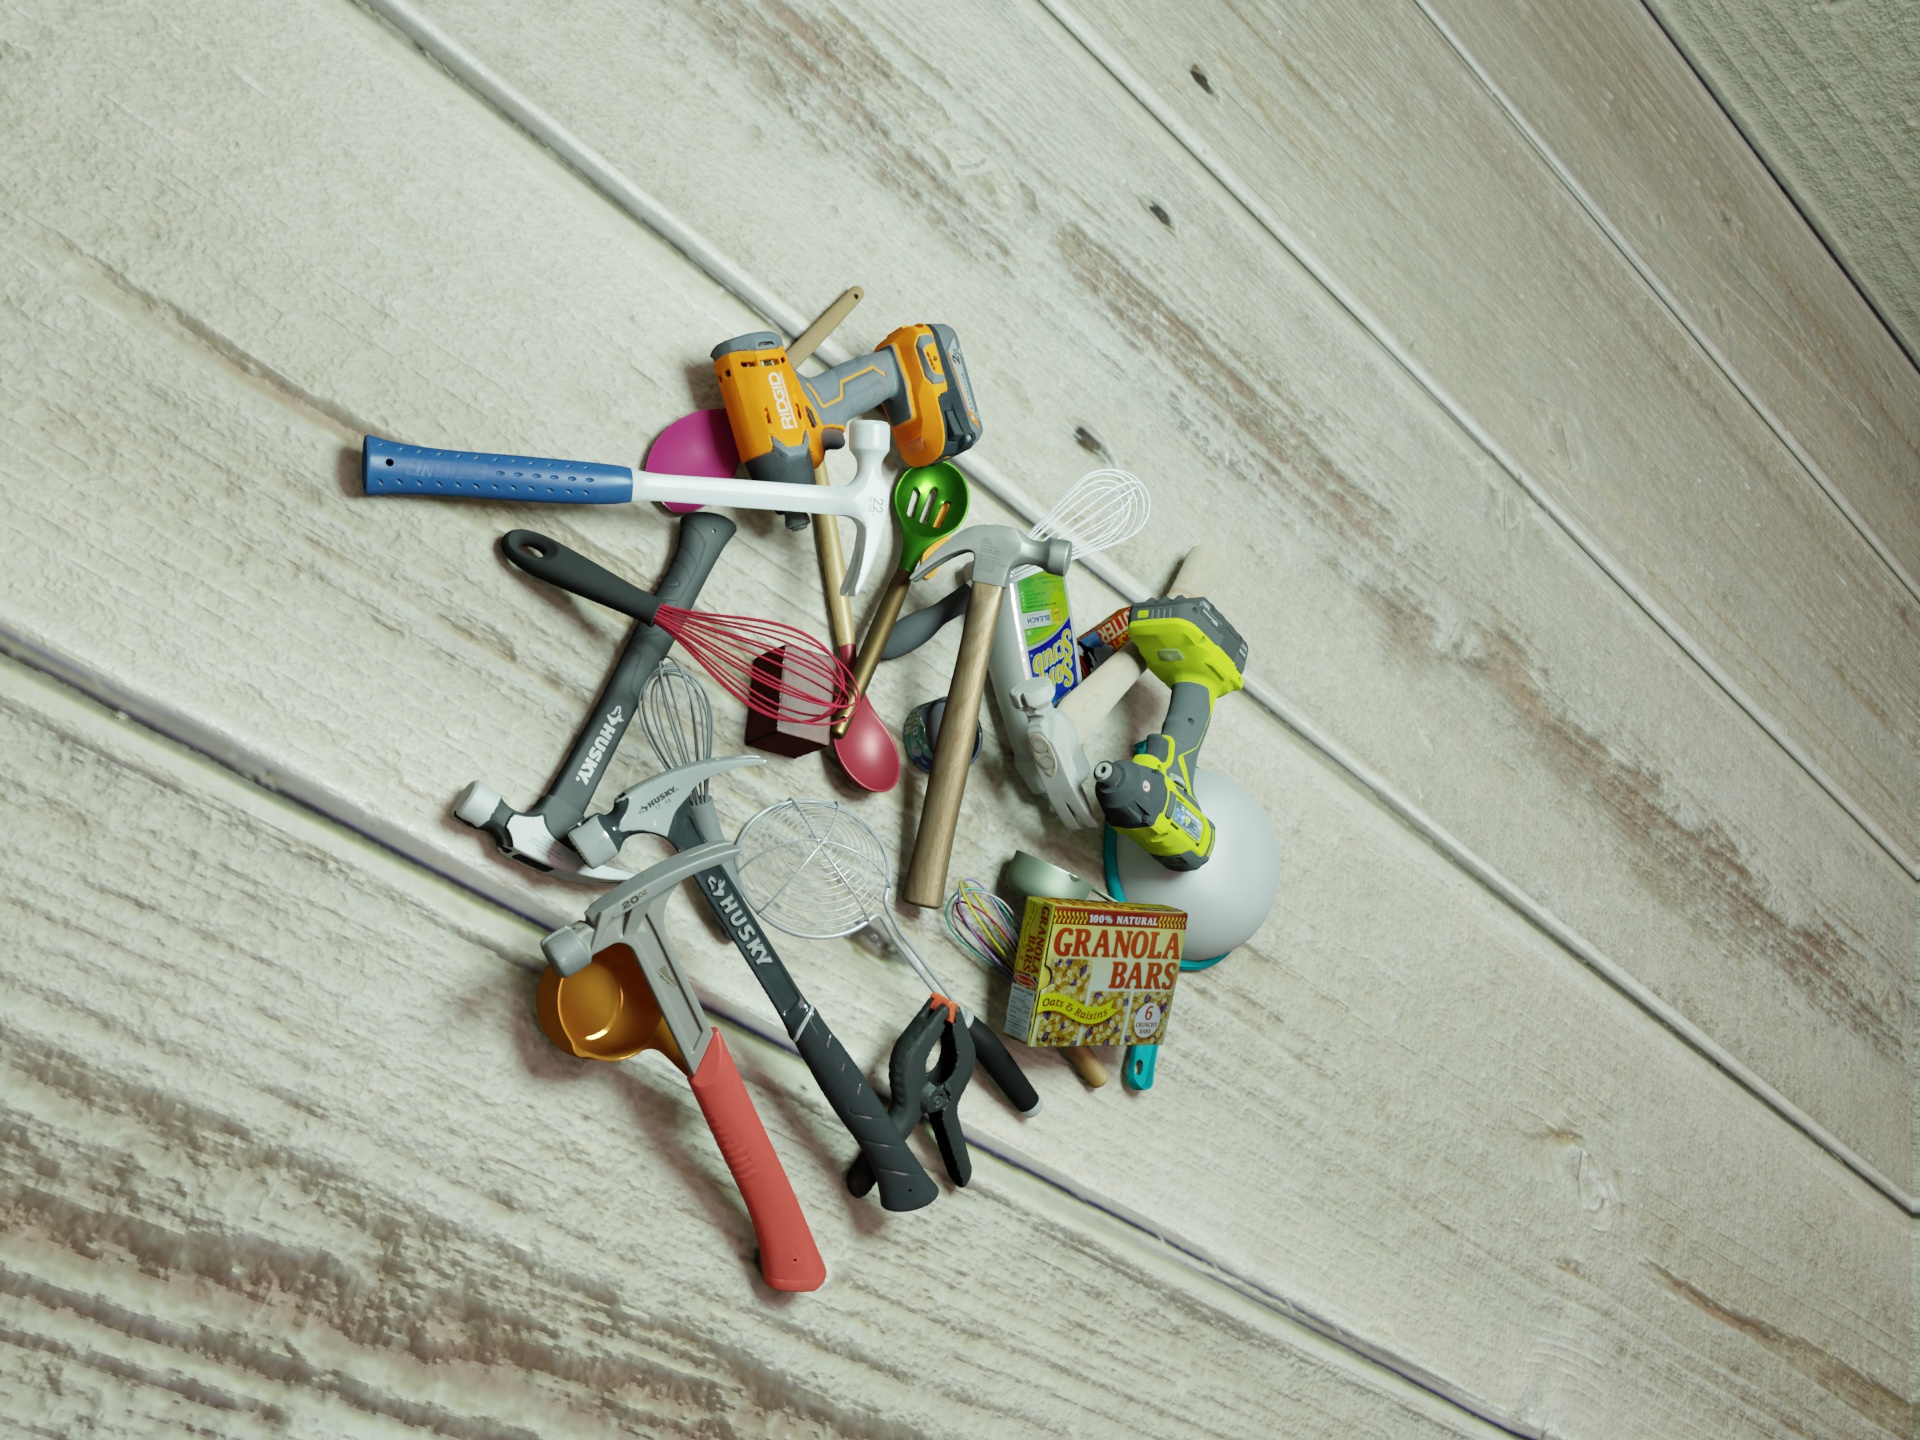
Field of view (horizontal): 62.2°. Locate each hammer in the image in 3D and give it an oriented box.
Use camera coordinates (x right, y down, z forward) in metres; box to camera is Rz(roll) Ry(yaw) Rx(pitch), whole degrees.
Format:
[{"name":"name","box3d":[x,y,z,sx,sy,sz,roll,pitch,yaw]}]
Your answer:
[{"name":"hammer","box3d":[-0.243,-0.174,1.220,0.405,0.035,0.144,0,94,-27]},{"name":"hammer","box3d":[-0.126,0.210,1.204,0.149,0.036,0.408,-34,107,-13]},{"name":"hammer","box3d":[0.174,-0.056,1.534,0.411,0.038,0.146,-45,119,-48]},{"name":"hammer","box3d":[-0.251,-0.028,1.230,0.146,0.035,0.335,37,58,-25]},{"name":"hammer","box3d":[-0.166,0.267,1.155,0.149,0.037,0.358,-30,114,-23]},{"name":"hammer","box3d":[-0.002,-0.004,1.356,0.031,0.130,0.331,9,93,-80]}]

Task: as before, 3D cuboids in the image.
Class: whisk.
[{"name":"whisk","box3d":[-0.211,-0.073,1.204,0.296,0.073,0.073,26,60,-3]},{"name":"whisk","box3d":[0.045,-0.133,1.408,0.284,0.070,0.070,-33,102,-5]},{"name":"whisk","box3d":[0.062,0.238,1.412,0.051,0.047,0.244,-41,110,-20]},{"name":"whisk","box3d":[-0.196,0.063,1.207,0.055,0.055,0.238,-30,118,-40]}]

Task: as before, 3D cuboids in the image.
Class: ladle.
[{"name":"ladle","box3d":[-0.102,-0.090,1.373,0.069,0.031,0.315,0,77,-46]}]

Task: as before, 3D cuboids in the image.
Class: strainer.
[{"name":"strainer","box3d":[0.229,0.189,1.525,0.210,0.095,0.341,33,58,-29]}]

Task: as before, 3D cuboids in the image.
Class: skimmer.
[{"name":"skimmer","box3d":[-0.050,0.212,1.335,0.363,0.090,0.127,55,47,-27]}]

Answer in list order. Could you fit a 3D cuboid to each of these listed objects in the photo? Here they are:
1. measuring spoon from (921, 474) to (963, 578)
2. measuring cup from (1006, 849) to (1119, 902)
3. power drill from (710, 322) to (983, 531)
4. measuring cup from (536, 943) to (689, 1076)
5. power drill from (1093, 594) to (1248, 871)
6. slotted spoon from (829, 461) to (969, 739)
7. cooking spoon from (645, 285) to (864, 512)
[{"name":"measuring spoon","box3d":[-0.019,-0.181,1.478,0.021,0.011,0.117,26,66,-24]},{"name":"measuring cup","box3d":[0.112,0.169,1.444,0.167,0.083,0.038,31,83,-25]},{"name":"power drill","box3d":[-0.094,-0.256,1.369,0.226,0.084,0.164,-16,92,-37]},{"name":"measuring cup","box3d":[-0.236,0.229,1.166,0.173,0.052,0.095,47,55,-26]},{"name":"power drill","box3d":[0.188,0.005,1.451,0.171,0.080,0.223,39,58,-45]},{"name":"slotted spoon","box3d":[-0.059,-0.109,1.388,0.070,0.031,0.314,23,55,-5]},{"name":"cooking spoon","box3d":[-0.169,-0.287,1.375,0.068,0.017,0.319,49,54,-19]}]
